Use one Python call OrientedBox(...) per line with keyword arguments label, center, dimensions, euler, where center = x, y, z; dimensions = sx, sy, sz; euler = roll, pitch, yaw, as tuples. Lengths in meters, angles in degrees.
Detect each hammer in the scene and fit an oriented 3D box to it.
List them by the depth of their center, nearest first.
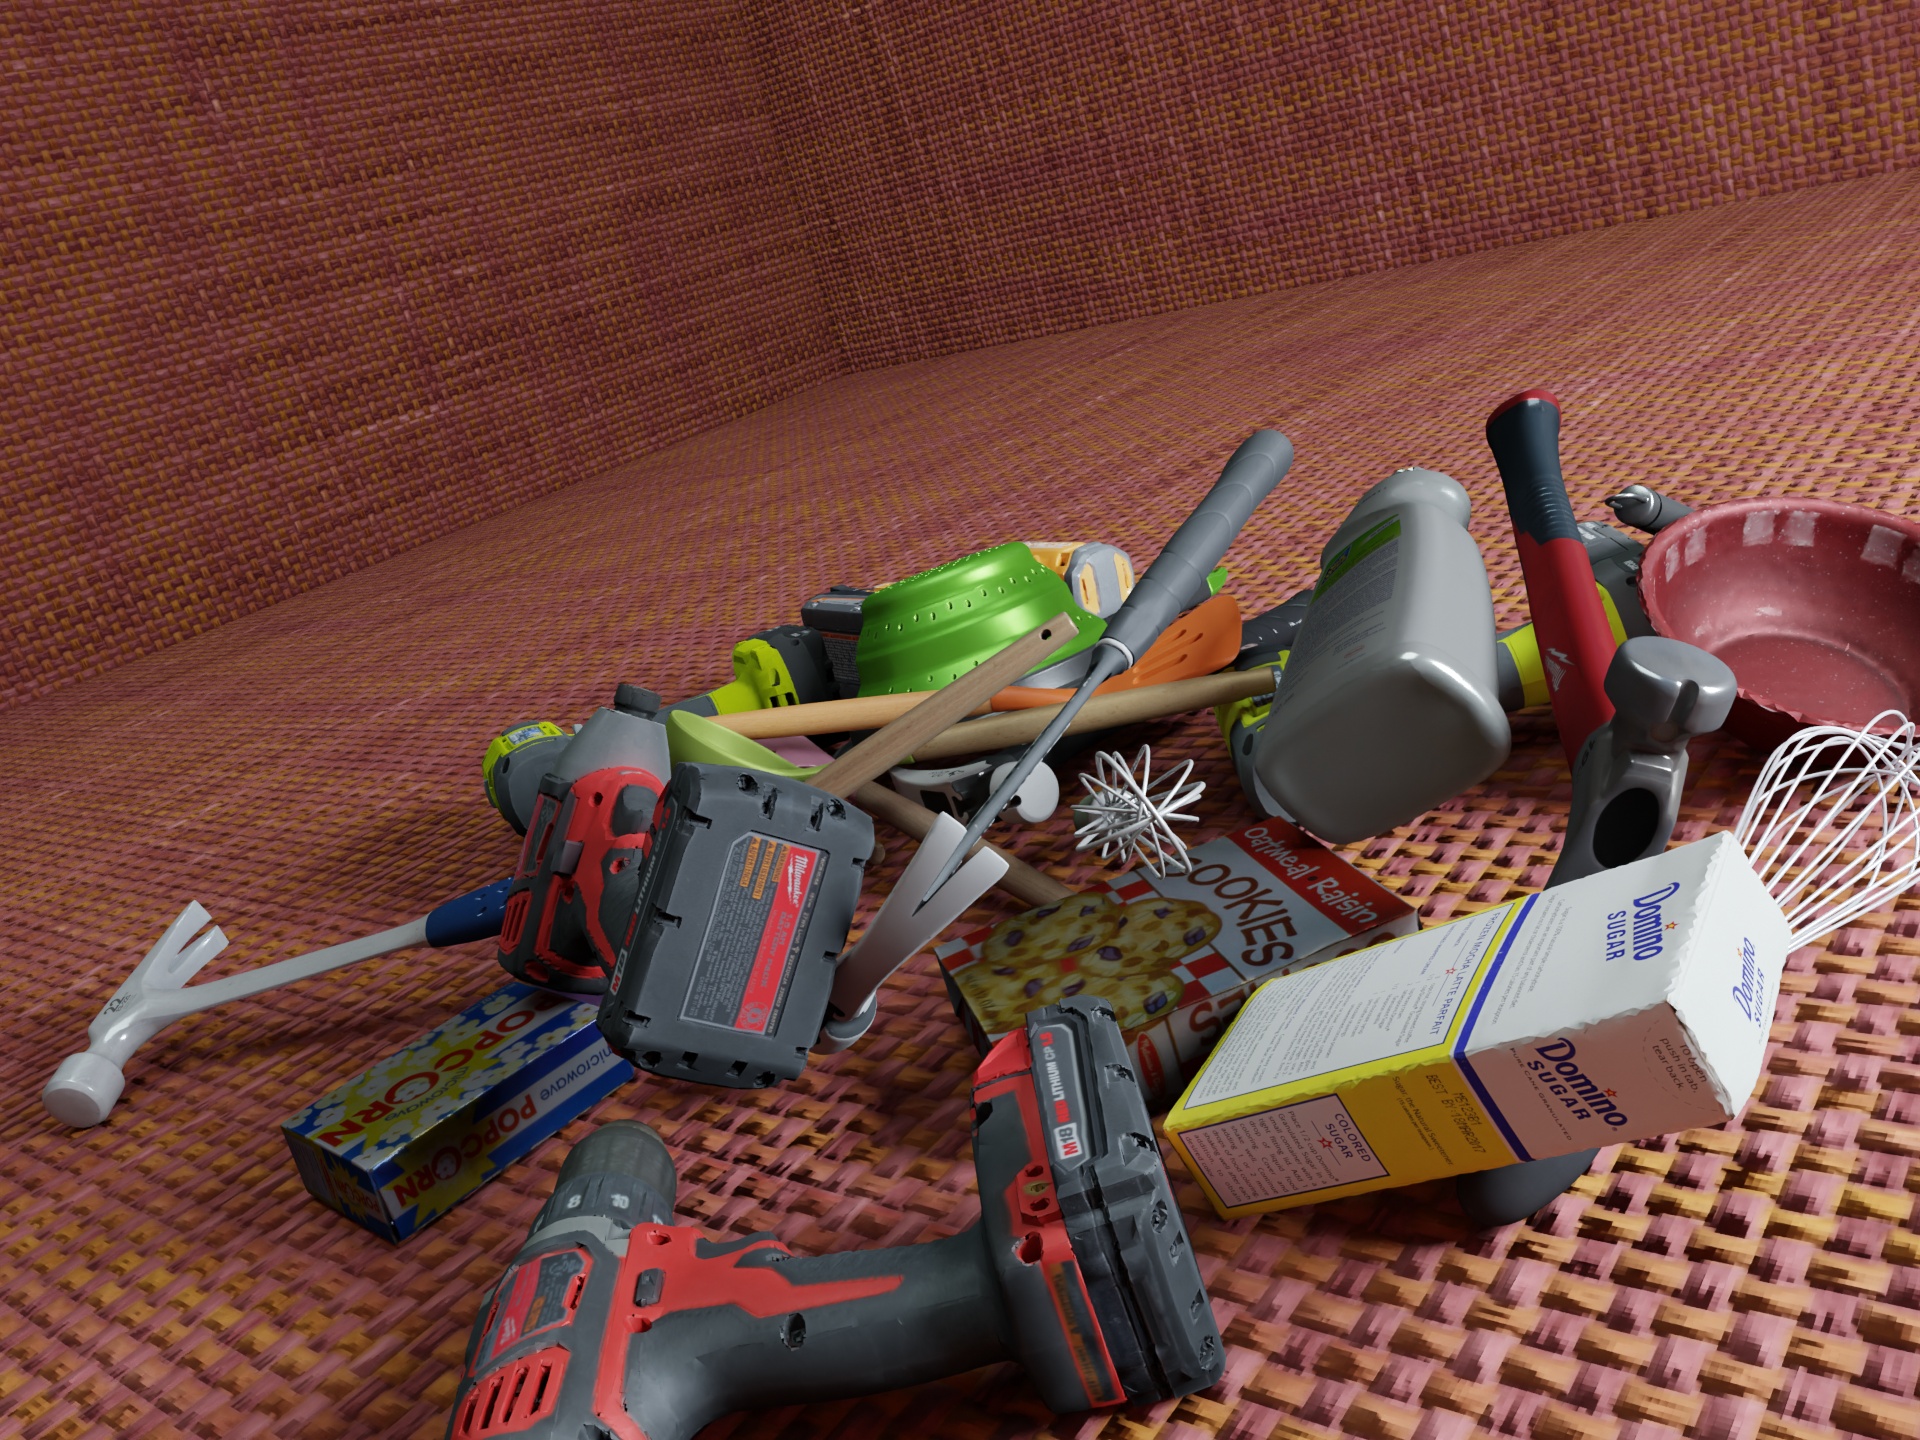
OrientedBox(label="hammer", center=(0.255, -0.046, 0.692), dimensions=(0.038, 0.143, 0.386), euler=(14, 32, 6))
OrientedBox(label="hammer", center=(0.063, -0.023, 0.725), dimensions=(0.409, 0.036, 0.149), euler=(-50, -1, -39))
OrientedBox(label="hammer", center=(-0.285, 0.108, 0.841), dimensions=(0.405, 0.035, 0.144), euler=(-17, 31, 13))
OrientedBox(label="hammer", center=(0.106, -0.012, 0.943), dimensions=(0.335, 0.035, 0.146), euler=(-26, 11, -35))

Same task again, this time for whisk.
OrientedBox(label="whisk", center=(0.259, 0.079, 0.539), dimensions=(0.284, 0.070, 0.070), euler=(-33, 24, -28))
OrientedBox(label="whisk", center=(0.071, 0.043, 0.712), dimensions=(0.058, 0.059, 0.246), euler=(-37, -3, -2))

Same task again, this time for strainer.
OrientedBox(label="strainer", center=(0.387, -0.086, 0.804), dimensions=(0.258, 0.050, 0.087), euler=(8, -9, -42))

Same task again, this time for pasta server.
OrientedBox(label="pasta server", center=(-0.037, 0.055, 0.841), dimensions=(0.060, 0.040, 0.316), euler=(24, 0, -43))

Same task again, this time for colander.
OrientedBox(label="colander", center=(0.054, -0.077, 1.044), dimensions=(0.204, 0.094, 0.397), euler=(-14, 9, 43))

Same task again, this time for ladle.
OrientedBox(label="ladle", center=(-0.001, -0.003, 0.815), dimensions=(0.320, 0.062, 0.078), euler=(-11, -4, 12))

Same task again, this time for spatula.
OrientedBox(label="spatula", center=(-0.079, 0.040, 0.757), dimensions=(0.316, 0.060, 0.018), euler=(-34, -18, 6))
OrientedBox(label="spatula", center=(-0.008, -0.017, 0.864), dimensions=(0.322, 0.041, 0.081), euler=(-6, 27, 11))

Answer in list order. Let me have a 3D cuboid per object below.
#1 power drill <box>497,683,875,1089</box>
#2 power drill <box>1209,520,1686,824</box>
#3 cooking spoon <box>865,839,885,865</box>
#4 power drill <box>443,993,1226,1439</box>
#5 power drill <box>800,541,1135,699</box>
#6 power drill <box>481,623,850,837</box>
OrientedBox(label="power drill", center=(-0.127, 0.061, 0.666), dimensions=(0.078, 0.143, 0.220), euler=(19, -4, -31))
OrientedBox(label="power drill", center=(0.243, -0.028, 0.829), dimensions=(0.223, 0.080, 0.171), euler=(-17, 19, 8))
OrientedBox(label="cooking spoon", center=(-0.142, 0.059, 0.991), dimensions=(0.068, 0.017, 0.319), euler=(-22, 18, -34))
OrientedBox(label="power drill", center=(-0.046, 0.166, 0.512), dimensions=(0.226, 0.080, 0.188), euler=(-19, 18, 2))
OrientedBox(label="power drill", center=(-0.007, -0.084, 1.203), dimensions=(0.226, 0.084, 0.185), euler=(-22, 18, -31))
OrientedBox(label="power drill", center=(-0.204, 0.007, 1.056), dimensions=(0.228, 0.080, 0.191), euler=(-20, 12, -17))
